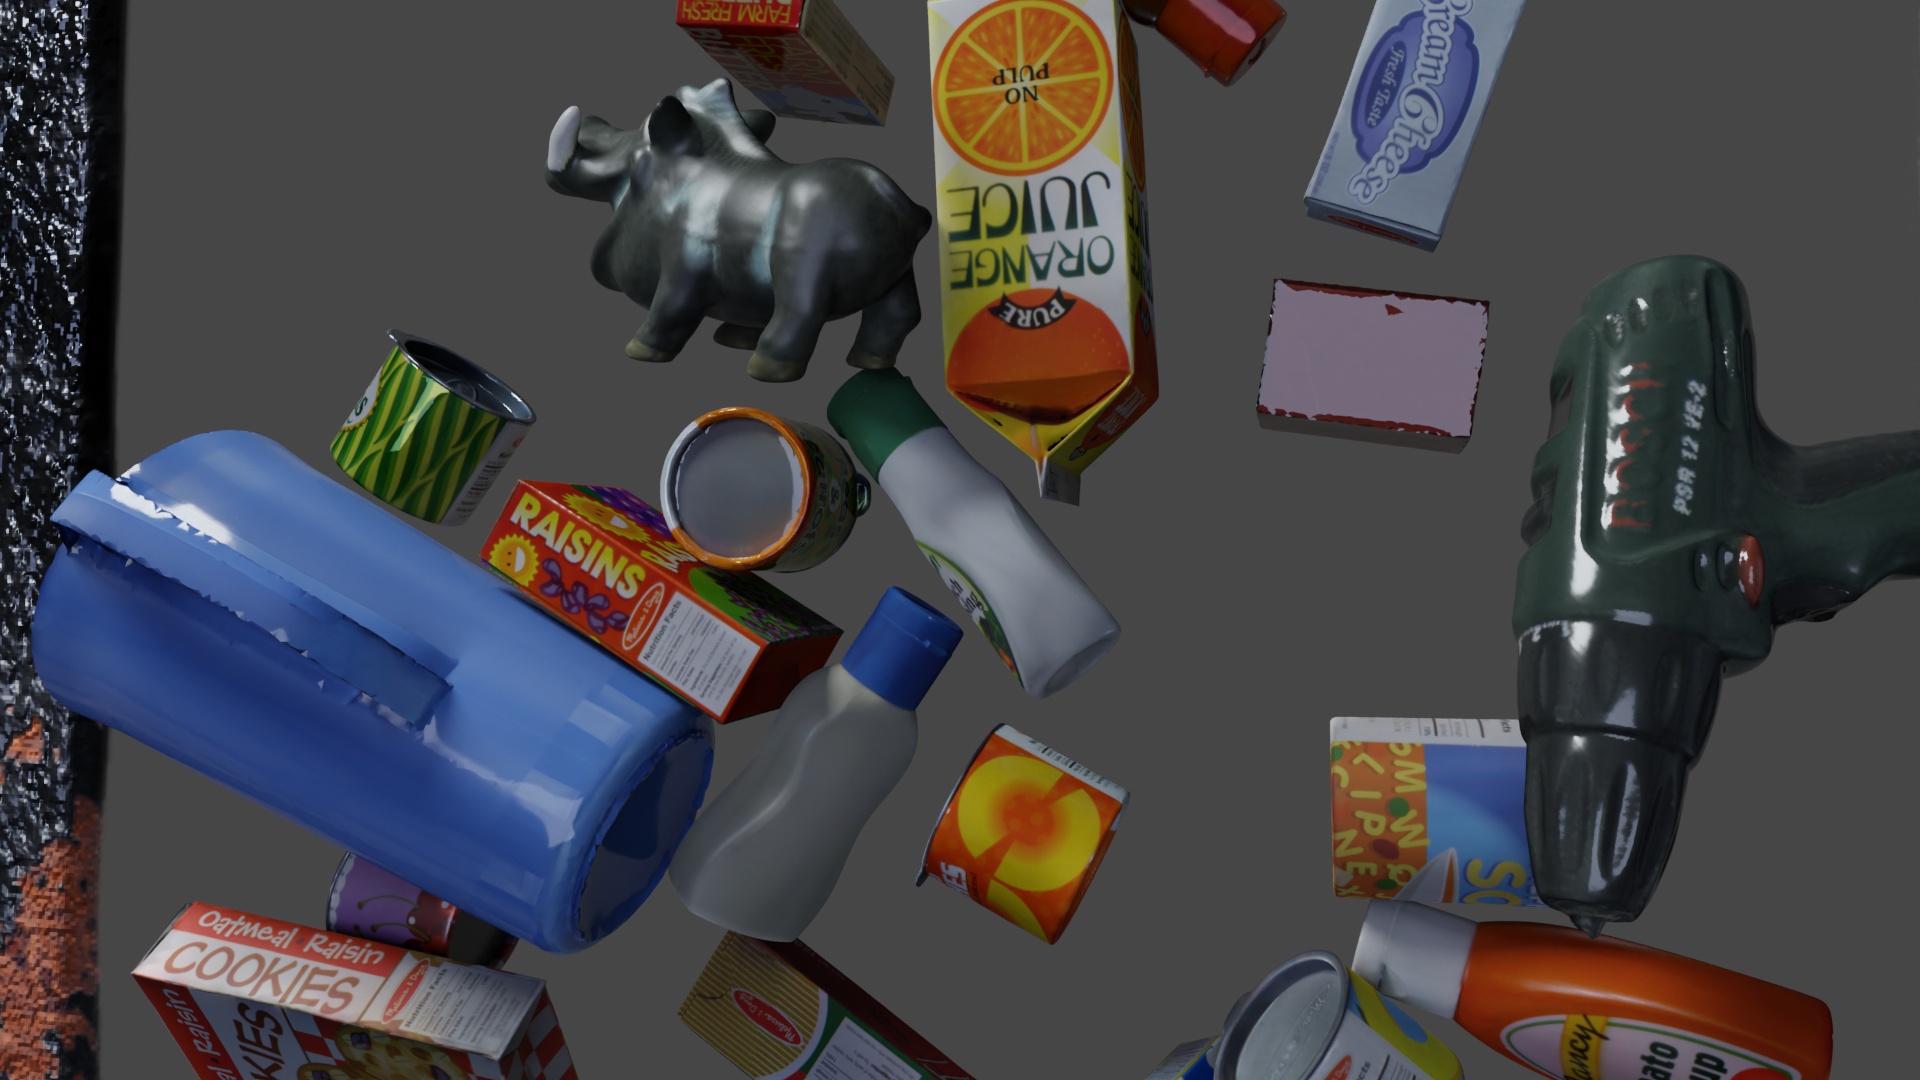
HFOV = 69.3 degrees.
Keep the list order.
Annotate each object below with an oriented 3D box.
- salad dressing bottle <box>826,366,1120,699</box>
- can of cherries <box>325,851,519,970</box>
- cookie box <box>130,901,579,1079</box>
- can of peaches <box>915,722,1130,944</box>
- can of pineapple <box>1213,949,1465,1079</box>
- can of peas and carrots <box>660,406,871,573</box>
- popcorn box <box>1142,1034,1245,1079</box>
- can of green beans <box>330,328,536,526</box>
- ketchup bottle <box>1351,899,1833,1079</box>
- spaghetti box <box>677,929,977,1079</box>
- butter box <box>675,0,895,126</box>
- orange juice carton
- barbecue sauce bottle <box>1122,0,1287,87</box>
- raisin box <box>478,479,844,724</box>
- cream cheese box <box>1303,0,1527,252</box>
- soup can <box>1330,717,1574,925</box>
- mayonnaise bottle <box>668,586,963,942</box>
[{"bbox_3d":[0.002,-0.007,0.552,0.044,0.064,0.148,-37,71,-4],"label":"salad dressing bottle"},{"bbox_3d":[-0.224,0.152,0.595,0.058,0.071,0.071,12,90,14],"label":"can of cherries"},{"bbox_3d":[-0.241,0.218,0.578,0.167,0.040,0.122,7,127,14],"label":"cookie box"},{"bbox_3d":[0.025,0.115,0.534,0.058,0.071,0.071,26,94,13],"label":"can of peaches"},{"bbox_3d":[0.132,0.188,0.490,0.058,0.071,0.071,40,97,-7],"label":"can of pineapple"},{"bbox_3d":[-0.079,-0.019,0.572,0.071,0.059,0.071,-1,88,14],"label":"can of peas and carrots"},{"bbox_3d":[0.100,0.258,0.501,0.085,0.038,0.127,-32,77,-30],"label":"popcorn box"},{"bbox_3d":[-0.230,-0.047,0.607,0.071,0.071,0.057,37,97,13],"label":"can of green beans"},{"bbox_3d":[0.216,0.165,0.491,0.149,0.044,0.064,15,129,22],"label":"ketchup bottle"},{"bbox_3d":[-0.002,0.244,0.554,0.250,0.029,0.050,34,95,13],"label":"spaghetti box"},{"bbox_3d":[-0.067,-0.196,0.555,0.053,0.103,0.024,9,89,15],"label":"butter box"},{"bbox_3d":[0.035,-0.110,0.541,0.073,0.072,0.192,-4,86,15],"label":"orange juice carton"},{"bbox_3d":[0.061,-0.240,0.548,0.148,0.065,0.043,42,100,4],"label":"barbecue sauce bottle"},{"bbox_3d":[-0.119,0.023,0.565,0.123,0.086,0.040,32,98,13],"label":"raisin box"},{"bbox_3d":[0.175,-0.169,0.533,0.053,0.024,0.103,20,92,14],"label":"cream cheese box"},{"bbox_3d":[0.176,0.099,0.497,0.084,0.071,0.071,-1,87,15],"label":"soup can"},{"bbox_3d":[-0.053,0.089,0.560,0.148,0.064,0.041,-57,38,2],"label":"mayonnaise bottle"}]
